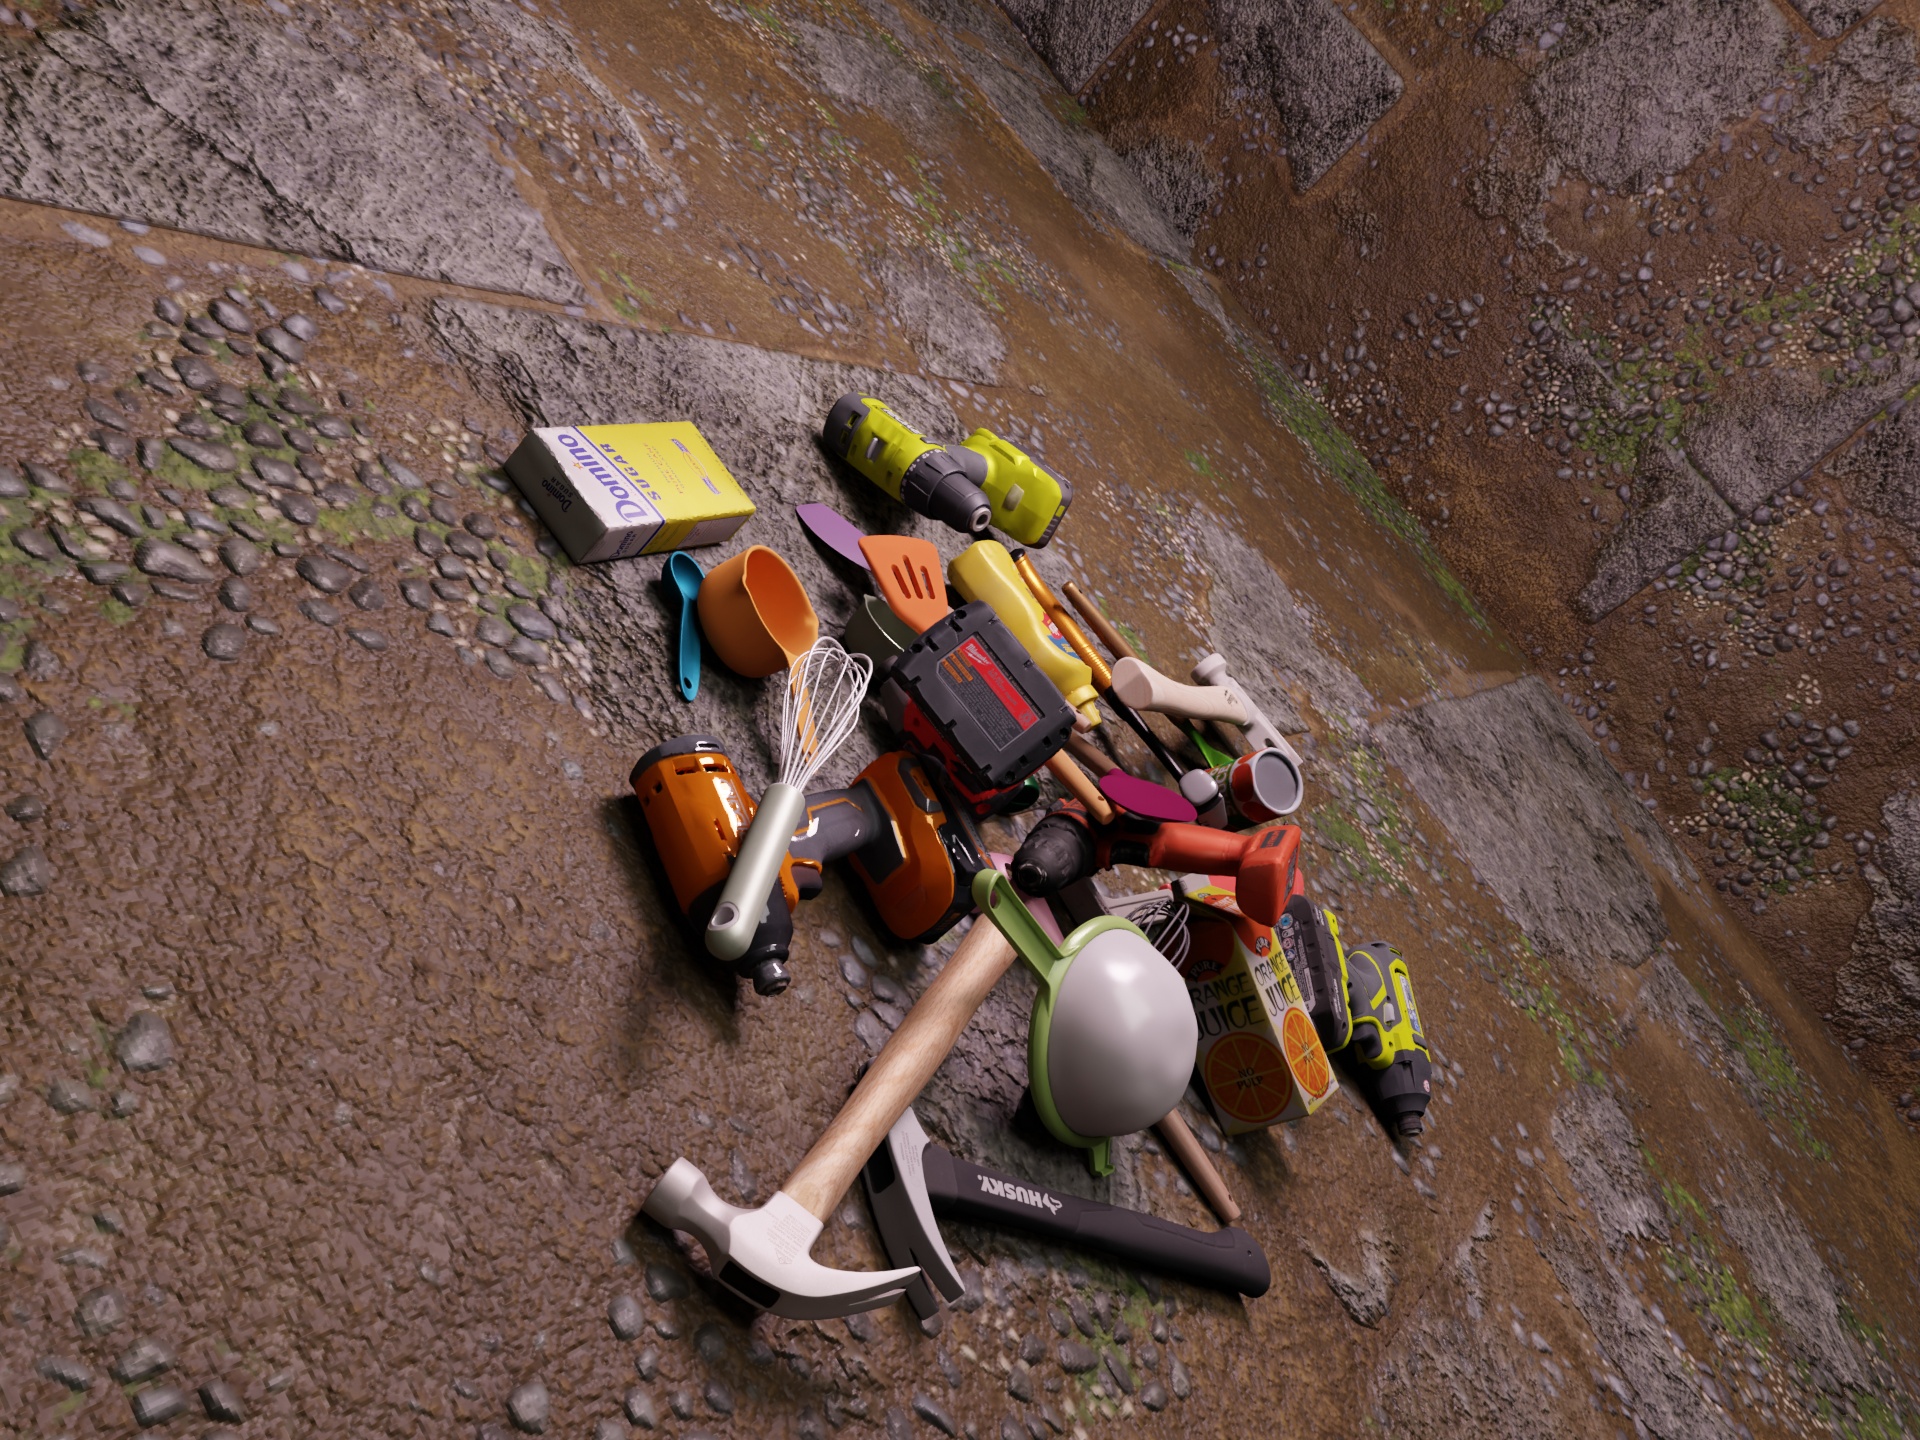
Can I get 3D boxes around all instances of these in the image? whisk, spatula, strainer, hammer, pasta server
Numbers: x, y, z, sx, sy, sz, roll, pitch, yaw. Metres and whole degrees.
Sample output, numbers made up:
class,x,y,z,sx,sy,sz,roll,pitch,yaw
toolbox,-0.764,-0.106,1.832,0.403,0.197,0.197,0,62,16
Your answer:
class,x,y,z,sx,sy,sz,roll,pitch,yaw
whisk,-0.099,0.040,0.921,0.247,0.058,0.059,-73,147,-44
spatula,0.023,-0.036,1.214,0.081,0.041,0.323,-2,39,-41
whisk,0.099,0.199,1.096,0.055,0.055,0.239,47,46,-1
strainer,0.088,0.172,0.989,0.256,0.069,0.151,54,53,-40
spatula,-0.017,-0.088,1.310,0.316,0.018,0.060,39,28,17
hammer,0.200,0.145,1.367,0.359,0.036,0.149,-1,54,-55
hammer,0.077,0.313,0.976,0.334,0.035,0.146,27,33,-34
hammer,0.137,-0.032,1.481,0.337,0.034,0.127,54,-2,25
hammer,-0.036,0.204,0.892,0.130,0.031,0.331,37,34,6
pasta server,0.099,0.222,1.138,0.316,0.040,0.060,56,28,8
hammer,0.226,-0.010,1.476,0.146,0.038,0.410,53,17,15

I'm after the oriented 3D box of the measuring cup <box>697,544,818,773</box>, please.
class,x,y,z,sx,sy,sz,roll,pitch,yaw
measuring cup,-0.137,-0.036,1.110,0.095,0.052,0.174,26,47,-60

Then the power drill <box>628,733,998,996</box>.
class,x,y,z,sx,sy,sz,roll,pitch,yaw
power drill,-0.084,0.092,0.990,0.226,0.084,0.164,4,50,-47

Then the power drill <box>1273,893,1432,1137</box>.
class,x,y,z,sx,sy,sz,roll,pitch,yaw
power drill,0.328,0.250,1.350,0.223,0.080,0.171,32,41,-42

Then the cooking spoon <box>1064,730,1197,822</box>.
class,x,y,z,sx,sy,sz,roll,pitch,yaw
cooking spoon,0.115,0.040,1.256,0.068,0.017,0.319,10,9,-12

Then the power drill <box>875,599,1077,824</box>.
class,x,y,z,sx,sy,sz,roll,pitch,yaw
power drill,-0.002,-0.004,1.128,0.143,0.078,0.219,51,-13,3

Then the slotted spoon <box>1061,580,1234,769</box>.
class,x,y,z,sx,sy,sz,roll,pitch,yaw
slotted spoon,0.198,-0.019,1.541,0.313,0.031,0.070,47,25,-19

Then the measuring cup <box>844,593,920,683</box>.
class,x,y,z,sx,sy,sz,roll,pitch,yaw
measuring cup,-0.050,-0.068,1.298,0.083,0.038,0.167,43,16,-2

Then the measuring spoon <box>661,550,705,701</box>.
class,x,y,z,sx,sy,sz,roll,pitch,yaw
measuring spoon,-0.195,-0.062,1.102,0.042,0.021,0.129,41,33,-45

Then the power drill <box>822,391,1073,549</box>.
class,x,y,z,sx,sy,sz,roll,pitch,yaw
power drill,0.004,-0.222,1.481,0.191,0.080,0.228,40,21,30
